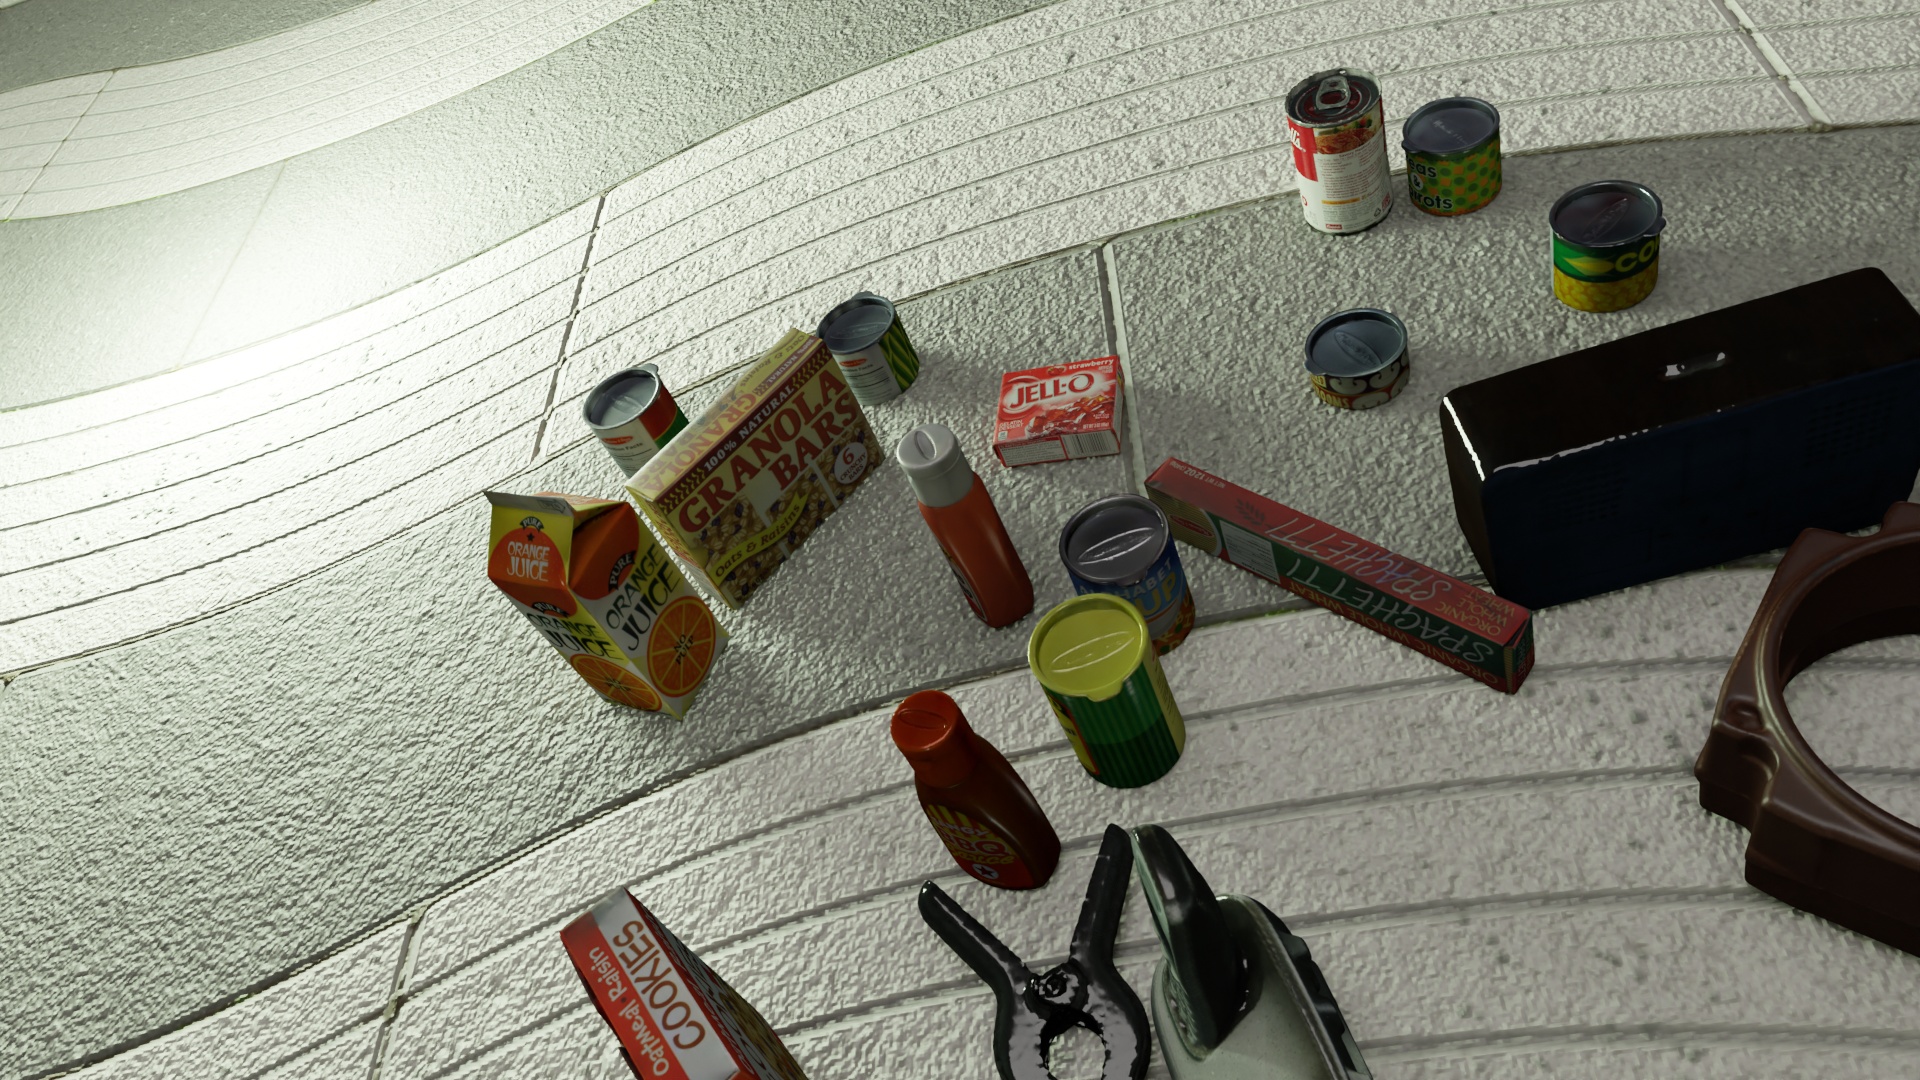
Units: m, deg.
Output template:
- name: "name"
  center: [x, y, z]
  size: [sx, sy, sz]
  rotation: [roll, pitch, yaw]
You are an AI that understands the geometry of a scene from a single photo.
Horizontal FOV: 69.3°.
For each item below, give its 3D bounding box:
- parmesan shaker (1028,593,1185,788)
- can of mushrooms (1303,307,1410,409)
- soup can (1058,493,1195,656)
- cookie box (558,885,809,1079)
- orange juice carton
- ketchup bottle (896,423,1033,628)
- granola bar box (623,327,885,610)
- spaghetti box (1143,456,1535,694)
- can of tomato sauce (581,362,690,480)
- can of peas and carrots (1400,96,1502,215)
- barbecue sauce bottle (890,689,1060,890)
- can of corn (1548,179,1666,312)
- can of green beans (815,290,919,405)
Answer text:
- name: "parmesan shaker"
  center: [0.084, 0.088, 0.775]
  size: [0.071, 0.102, 0.072]
  rotation: [-12, 47, 14]
- name: "can of mushrooms"
  center: [0.264, -0.121, 0.929]
  size: [0.071, 0.033, 0.071]
  rotation: [-12, 47, 14]
- name: "soup can"
  center: [0.102, 0.026, 0.836]
  size: [0.071, 0.083, 0.072]
  rotation: [-12, 47, 14]
- name: "cookie box"
  center: [-0.115, 0.254, 0.672]
  size: [0.040, 0.166, 0.123]
  rotation: [-40, 47, -12]
- name: "orange juice carton"
  center: [-0.233, 0.032, 0.900]
  size: [0.072, 0.191, 0.073]
  rotation: [8, 55, 29]
- name: "ketchup bottle"
  center: [0.003, -0.011, 0.866]
  size: [0.043, 0.148, 0.065]
  rotation: [-28, 46, -1]
- name: "granola bar box"
  center: [-0.138, -0.050, 0.978]
  size: [0.039, 0.123, 0.166]
  rotation: [27, 65, 38]
- name: "spaghetti box"
  center: [0.217, 0.016, 0.818]
  size: [0.250, 0.050, 0.029]
  rotation: [28, 66, 39]
- name: "can of tomato sauce"
  center: [-0.244, -0.085, 1.084]
  size: [0.071, 0.082, 0.071]
  rotation: [-12, 47, 14]
- name: "can of peas and carrots"
  center: [0.356, -0.278, 1.010]
  size: [0.071, 0.058, 0.071]
  rotation: [-12, 47, 14]
- name: "barbecue sauce bottle"
  center: [0.005, 0.133, 0.738]
  size: [0.065, 0.148, 0.044]
  rotation: [8, 55, 29]
- name: "can of corn"
  center: [0.422, -0.190, 0.905]
  size: [0.071, 0.058, 0.071]
  rotation: [-12, 47, 14]
- name: "can of green beans"
  center: [-0.072, -0.148, 1.082]
  size: [0.071, 0.057, 0.071]
  rotation: [-12, 47, 14]
